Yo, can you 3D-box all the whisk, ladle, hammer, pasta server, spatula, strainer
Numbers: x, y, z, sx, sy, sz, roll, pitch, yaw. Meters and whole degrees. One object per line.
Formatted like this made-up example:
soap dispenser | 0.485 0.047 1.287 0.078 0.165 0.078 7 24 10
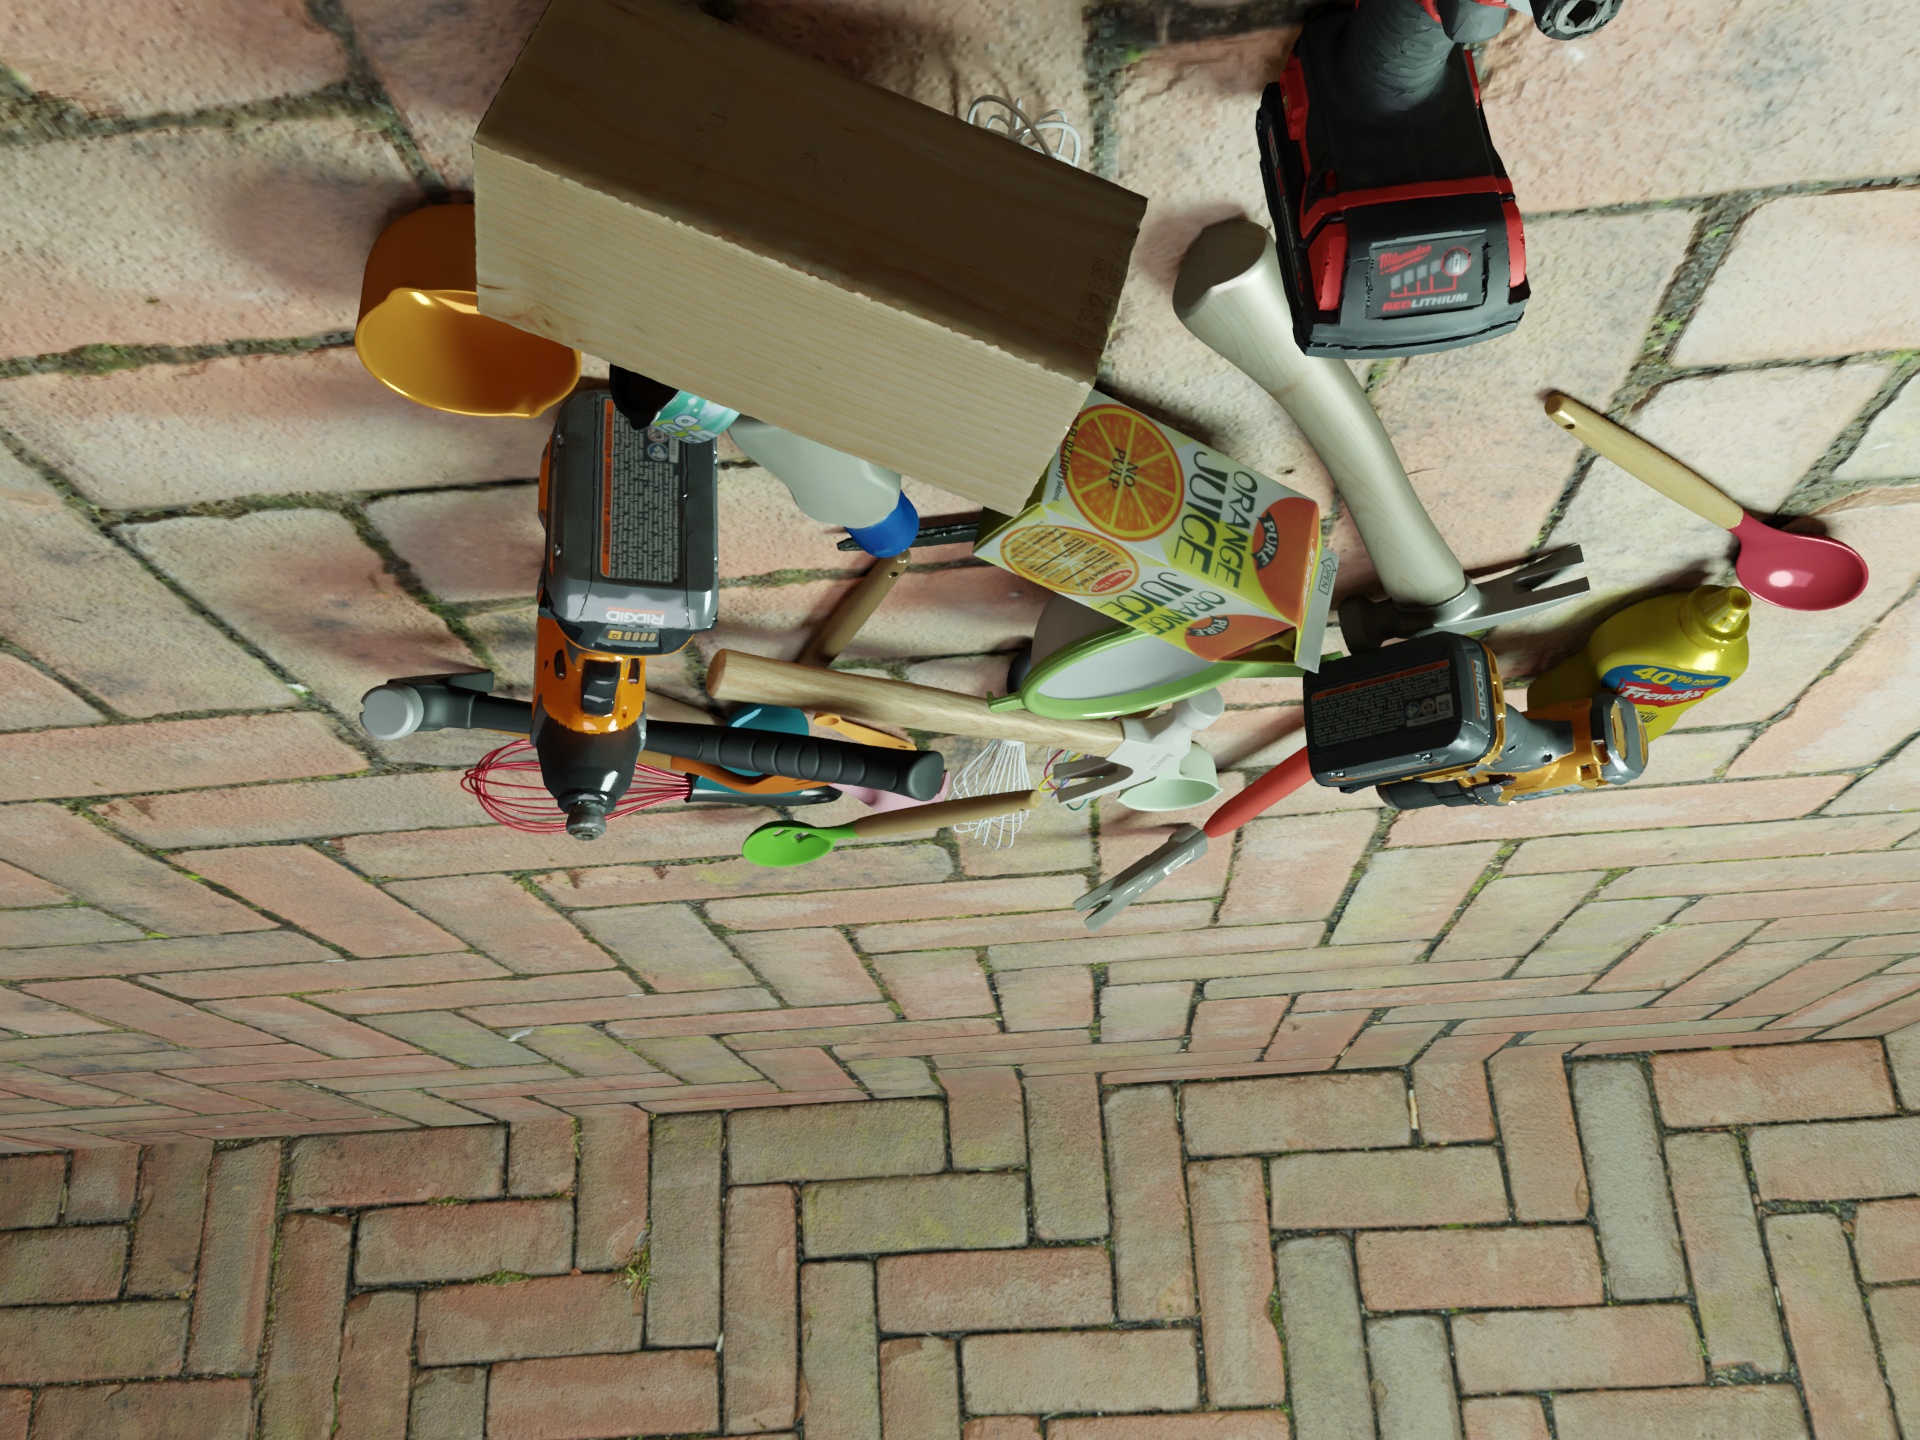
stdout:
whisk | -0.222 0.050 1.190 0.295 0.073 0.073 2 158 -30
ladle | 0.415 -0.120 0.886 0.315 0.031 0.069 17 158 -37
hammer | -0.002 -0.003 1.028 0.331 0.031 0.130 9 145 -23
hammer | -0.176 0.010 0.972 0.335 0.035 0.146 8 -175 0
whisk | 0.016 -0.174 0.675 0.058 0.059 0.246 -36 167 -13
pasta server | -0.123 0.022 1.174 0.060 0.040 0.316 -21 148 38
spatula | -0.211 0.011 1.056 0.322 0.041 0.081 12 167 3
spatula | -0.094 -0.026 1.029 0.082 0.044 0.317 6 155 -23
whisk | 0.113 0.005 1.138 0.047 0.051 0.245 10 152 -16
whisk | 0.033 0.019 1.152 0.070 0.070 0.284 0 153 -7
strainer | 0.143 -0.057 0.969 0.256 0.069 0.151 -1 160 -39
hammer | 0.217 -0.132 0.818 0.146 0.038 0.410 -15 155 25
hammer | 0.224 0.067 1.251 0.149 0.037 0.359 -29 170 -35

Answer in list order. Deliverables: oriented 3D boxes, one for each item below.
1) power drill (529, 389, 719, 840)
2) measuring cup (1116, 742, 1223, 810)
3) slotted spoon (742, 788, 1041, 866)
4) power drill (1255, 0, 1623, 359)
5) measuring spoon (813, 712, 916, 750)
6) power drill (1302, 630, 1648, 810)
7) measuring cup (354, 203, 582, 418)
power drill | -0.180 -0.045 0.814 0.084 0.164 0.226 4 155 -18
measuring cup | 0.154 0.024 1.198 0.083 0.038 0.167 -6 156 7
slotted spoon | -0.057 0.079 1.214 0.314 0.031 0.070 -13 152 43
power drill | 0.147 -0.208 0.477 0.078 0.143 0.219 -7 160 1
measuring spoon | -0.068 0.008 1.166 0.021 0.011 0.116 -17 158 30
power drill | 0.311 0.014 1.033 0.226 0.084 0.185 13 159 -42
measuring cup | -0.158 -0.177 0.637 0.173 0.052 0.095 -11 157 15
